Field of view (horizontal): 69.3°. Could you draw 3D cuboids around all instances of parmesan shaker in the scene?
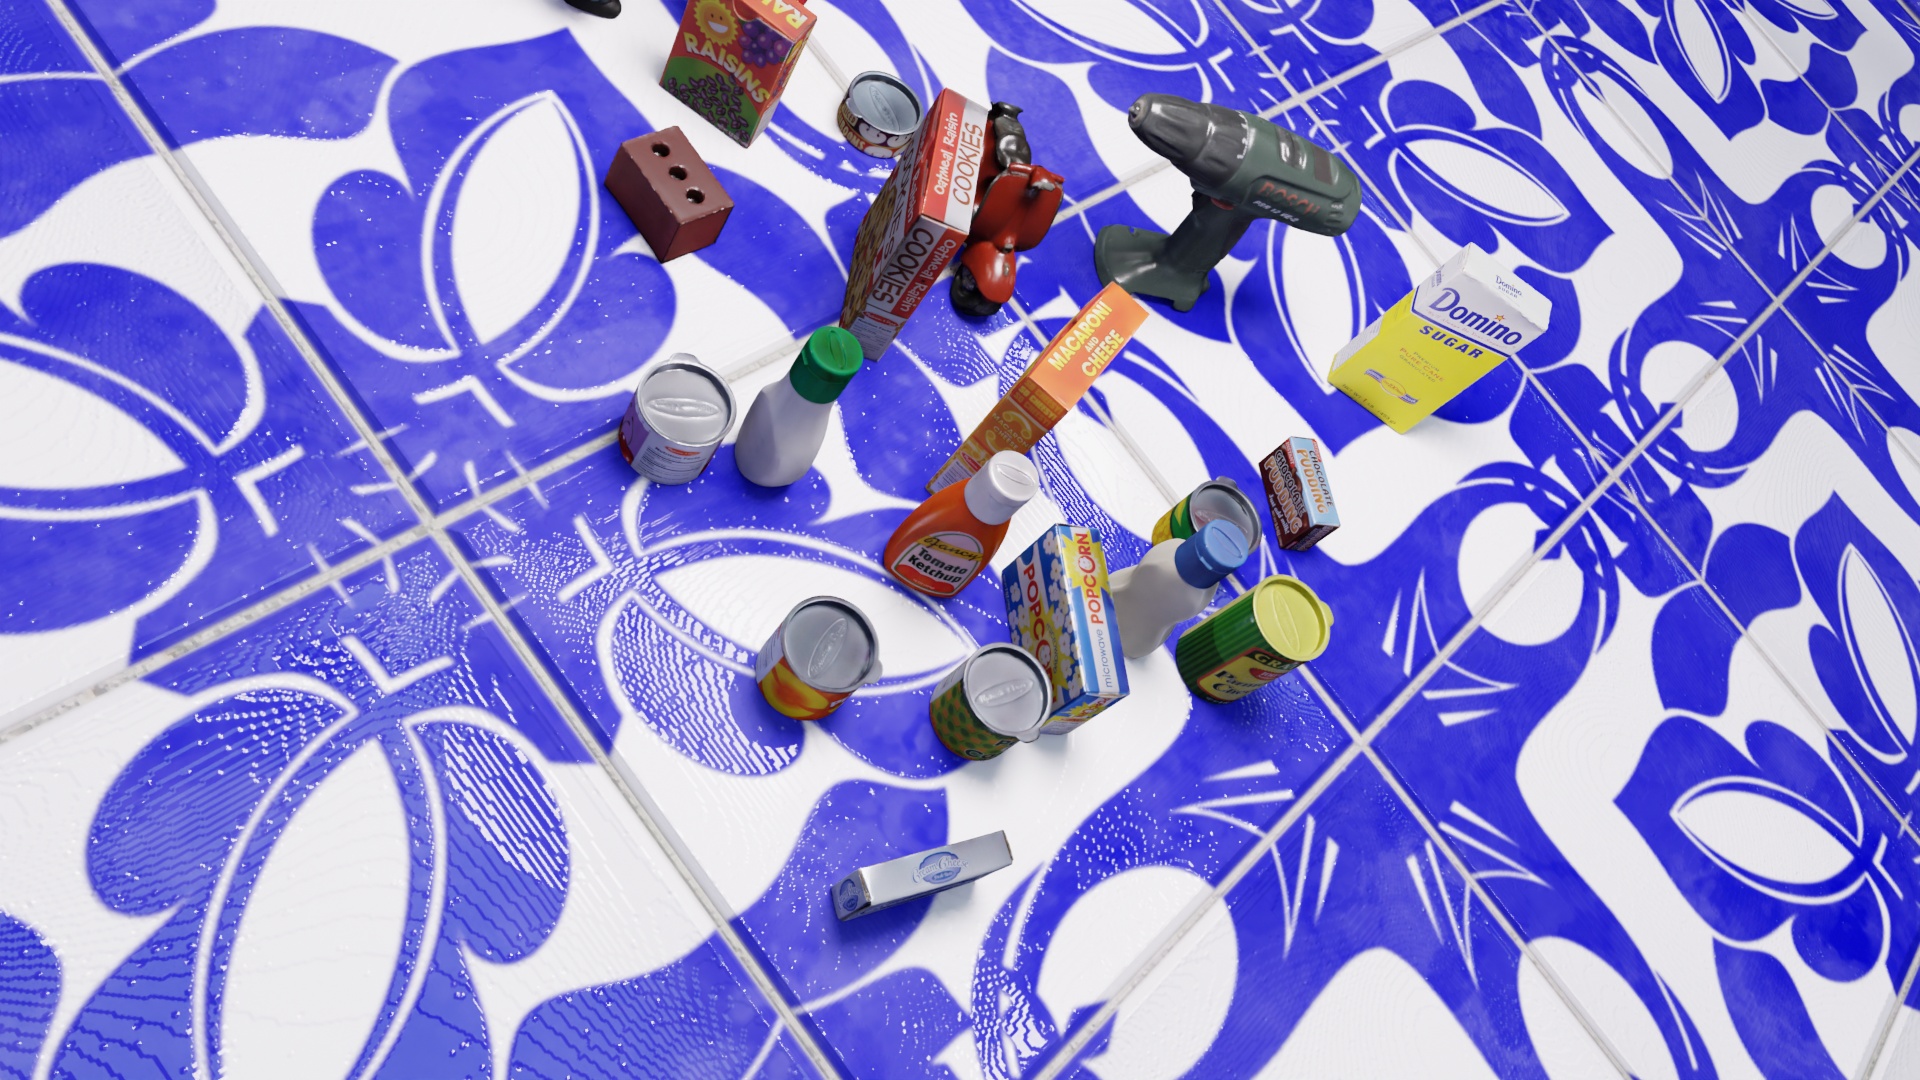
[{"bbox_3d":[0.217,0.076,1.028,0.071,0.102,0.071,12,60,-22],"label":"parmesan shaker"}]

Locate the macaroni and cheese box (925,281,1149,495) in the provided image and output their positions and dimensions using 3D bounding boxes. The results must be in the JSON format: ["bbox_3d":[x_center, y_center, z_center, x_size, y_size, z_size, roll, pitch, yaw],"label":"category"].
[{"bbox_3d":[0.052,-0.098,0.995,0.040,0.165,0.124,42,54,-3],"label":"macaroni and cheese box"}]

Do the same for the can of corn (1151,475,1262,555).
[{"bbox_3d":[0.192,-0.007,1.087,0.071,0.058,0.071,12,60,-22],"label":"can of corn"}]

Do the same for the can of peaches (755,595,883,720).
[{"bbox_3d":[-0.091,0.078,0.895,0.071,0.057,0.071,12,60,-22],"label":"can of peaches"}]

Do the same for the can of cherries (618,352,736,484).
[{"bbox_3d":[-0.189,-0.081,0.927,0.071,0.058,0.072,12,60,-22],"label":"can of cherries"}]

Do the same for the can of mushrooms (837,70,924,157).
[{"bbox_3d":[-0.069,-0.352,1.149,0.071,0.033,0.071,12,60,-22],"label":"can of mushrooms"}]

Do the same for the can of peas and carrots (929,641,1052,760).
[{"bbox_3d":[0.021,0.111,0.935,0.071,0.058,0.071,12,60,-22],"label":"can of peas and carrots"}]

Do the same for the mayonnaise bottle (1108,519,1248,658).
[{"bbox_3d":[0.148,0.032,0.988,0.065,0.147,0.041,47,54,1],"label":"mayonnaise bottle"}]

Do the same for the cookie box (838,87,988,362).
[{"bbox_3d":[-0.038,-0.228,1.016,0.040,0.166,0.123,19,58,-18],"label":"cookie box"}]

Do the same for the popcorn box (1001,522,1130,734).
[{"bbox_3d":[0.071,0.063,0.970,0.038,0.085,0.127,4,63,-26],"label":"popcorn box"}]

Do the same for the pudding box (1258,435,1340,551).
[{"bbox_3d":[0.282,-0.039,1.156,0.030,0.049,0.084,4,63,-26],"label":"pudding box"}]

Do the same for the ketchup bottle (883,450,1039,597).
[{"bbox_3d":[0.003,-0.012,0.935,0.065,0.148,0.044,25,56,-14],"label":"ketchup bottle"}]

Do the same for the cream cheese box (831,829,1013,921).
[{"bbox_3d":[-0.024,0.208,0.864,0.104,0.053,0.024,-8,69,-31],"label":"cream cheese box"}]

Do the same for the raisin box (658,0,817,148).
[{"bbox_3d":[-0.170,-0.369,1.049,0.086,0.123,0.040,36,54,-6],"label":"raisin box"}]

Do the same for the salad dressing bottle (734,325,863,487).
[{"bbox_3d":[-0.107,-0.087,0.918,0.044,0.147,0.064,-5,67,-29],"label":"salad dressing bottle"}]
